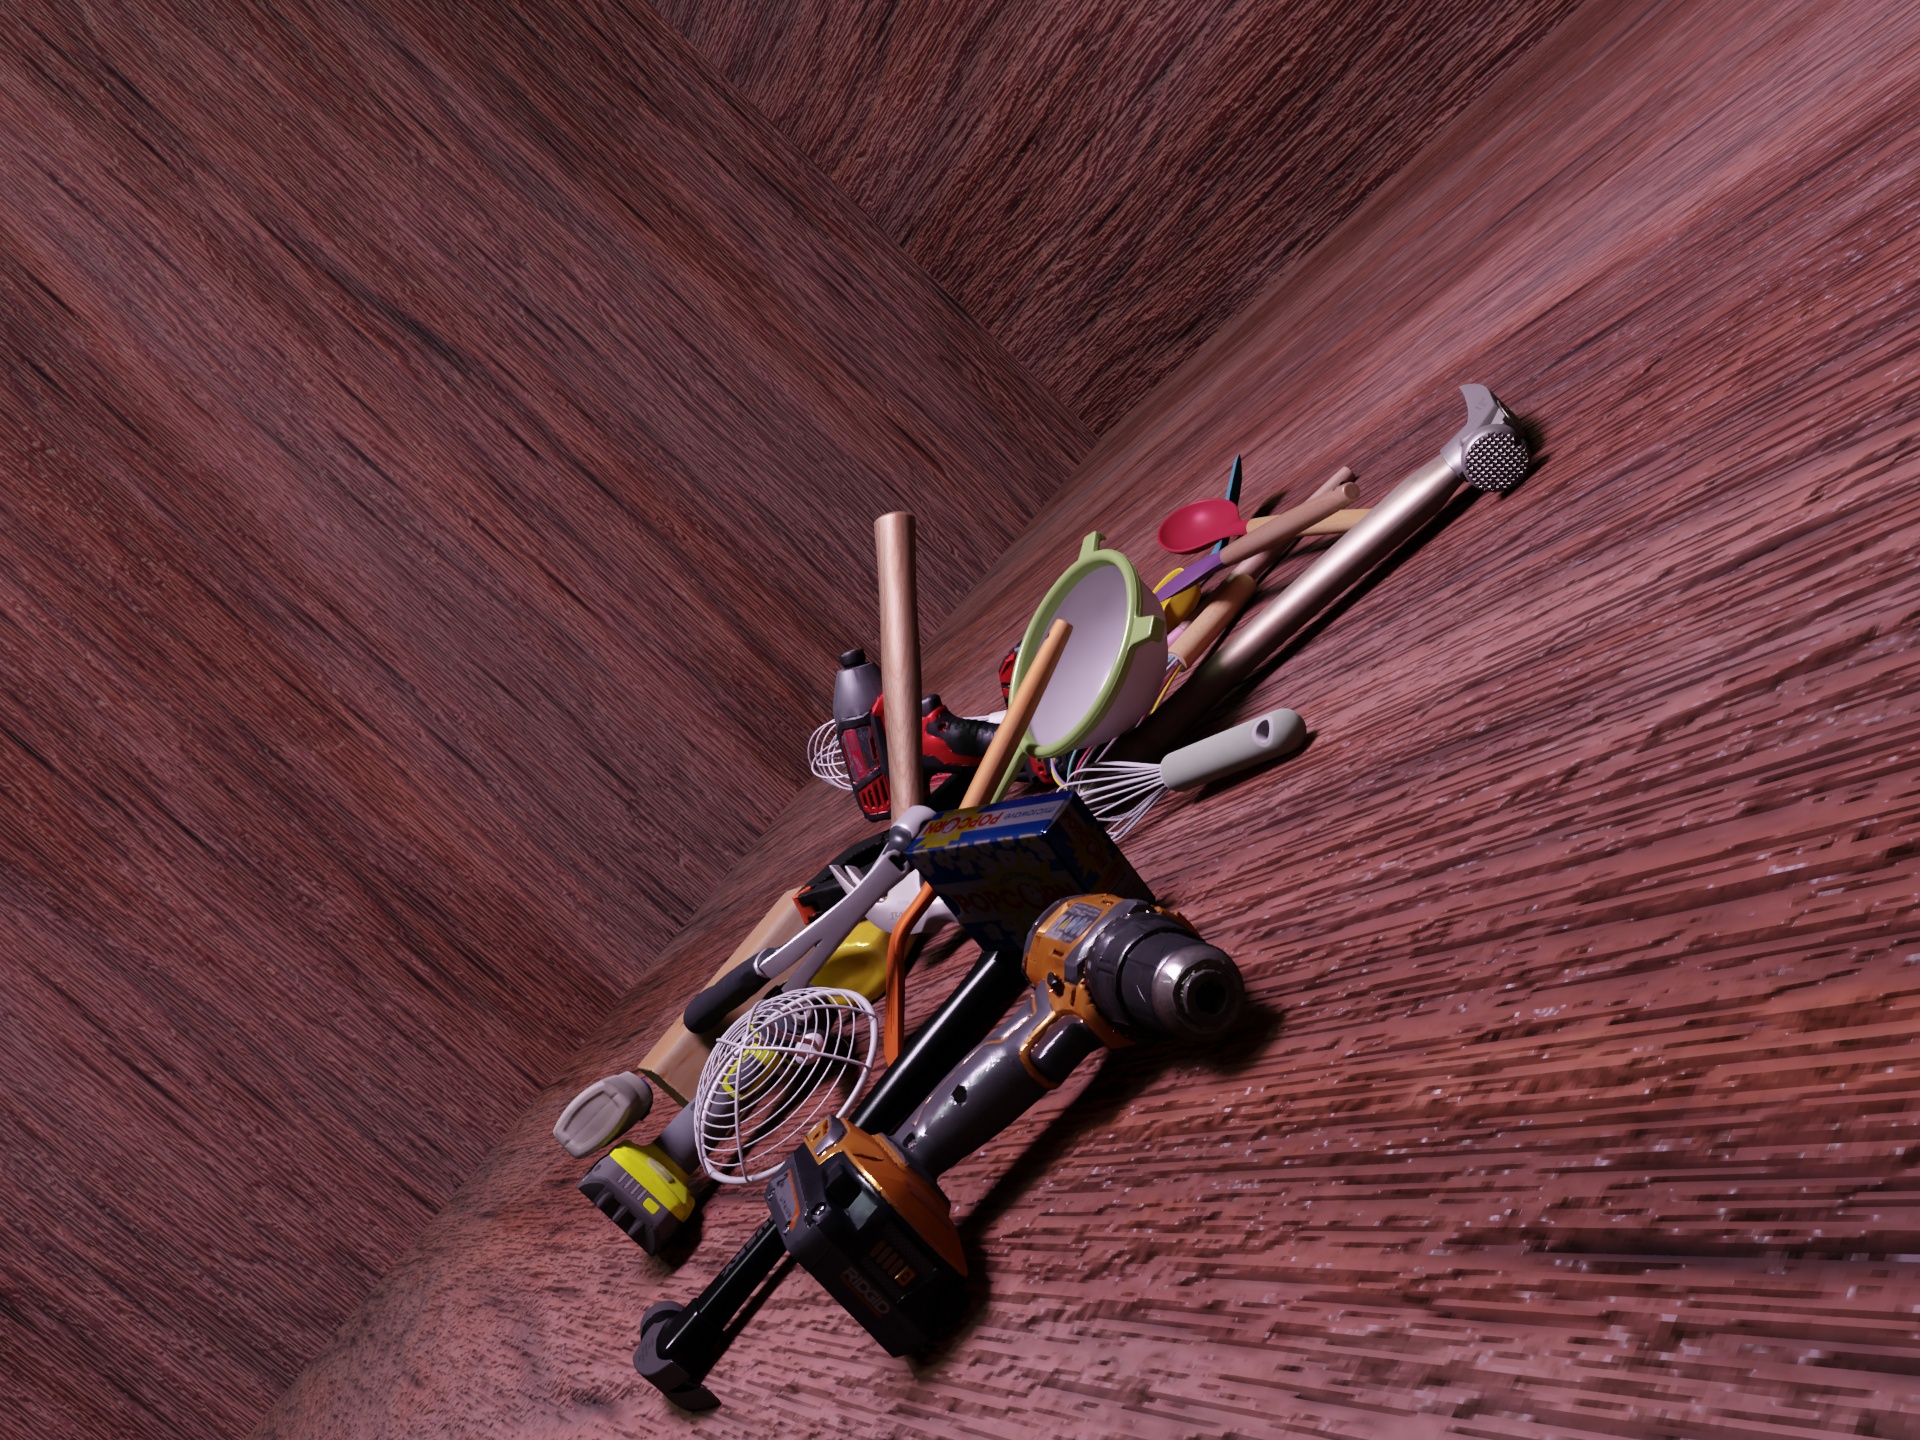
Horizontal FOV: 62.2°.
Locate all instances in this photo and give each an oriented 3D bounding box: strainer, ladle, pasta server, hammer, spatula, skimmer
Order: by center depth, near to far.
[{"bbox_3d":[-0.068,0.258,0.939,0.335,0.035,0.146,-48,6,-12],"label":"hammer"},{"bbox_3d":[-0.088,0.229,1.011,0.127,0.090,0.363,-44,-13,-6],"label":"skimmer"},{"bbox_3d":[0.203,-0.060,1.057,0.410,0.038,0.146,-45,9,26],"label":"hammer"},{"bbox_3d":[0.007,0.082,1.067,0.322,0.041,0.081,-64,9,-2],"label":"spatula"},{"bbox_3d":[0.075,0.007,1.106,0.256,0.069,0.152,-61,25,21],"label":"strainer"},{"bbox_3d":[-0.136,0.177,1.156,0.149,0.036,0.409,-45,2,-32],"label":"hammer"},{"bbox_3d":[0.207,-0.125,1.170,0.060,0.018,0.316,-41,5,-18],"label":"spatula"},{"bbox_3d":[0.239,-0.150,1.220,0.069,0.031,0.315,-42,16,-11],"label":"ladle"},{"bbox_3d":[-0.046,0.000,1.224,0.130,0.331,0.031,-13,-17,33],"label":"hammer"},{"bbox_3d":[0.197,-0.093,1.284,0.316,0.060,0.040,-44,33,1],"label":"pasta server"},{"bbox_3d":[0.173,-0.103,1.465,0.317,0.044,0.082,-49,-16,-2],"label":"spatula"}]

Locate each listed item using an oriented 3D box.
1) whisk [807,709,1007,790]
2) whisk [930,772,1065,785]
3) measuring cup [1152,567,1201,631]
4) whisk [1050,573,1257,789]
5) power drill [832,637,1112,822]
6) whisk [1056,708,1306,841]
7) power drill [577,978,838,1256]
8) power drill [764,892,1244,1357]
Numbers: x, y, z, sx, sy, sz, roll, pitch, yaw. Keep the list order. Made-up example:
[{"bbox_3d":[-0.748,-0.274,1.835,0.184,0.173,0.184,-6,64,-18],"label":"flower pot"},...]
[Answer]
[{"bbox_3d":[0.004,0.011,1.358,0.284,0.070,0.070,-11,17,13],"label":"whisk"},{"bbox_3d":[0.034,0.045,1.424,0.073,0.073,0.296,-49,12,-17],"label":"whisk"},{"bbox_3d":[0.180,-0.074,1.375,0.062,0.029,0.157,-43,20,37],"label":"measuring cup"},{"bbox_3d":[0.154,-0.028,1.206,0.245,0.051,0.047,-46,30,-25],"label":"whisk"},{"bbox_3d":[-0.002,-0.004,1.270,0.220,0.143,0.078,-12,8,29],"label":"power drill"},{"bbox_3d":[0.129,0.034,0.976,0.246,0.059,0.058,-29,56,58],"label":"whisk"},{"bbox_3d":[-0.184,0.292,1.209,0.223,0.080,0.171,-48,-3,-19],"label":"power drill"},{"bbox_3d":[0.024,0.169,0.710,0.226,0.084,0.185,-44,8,-11],"label":"power drill"}]
